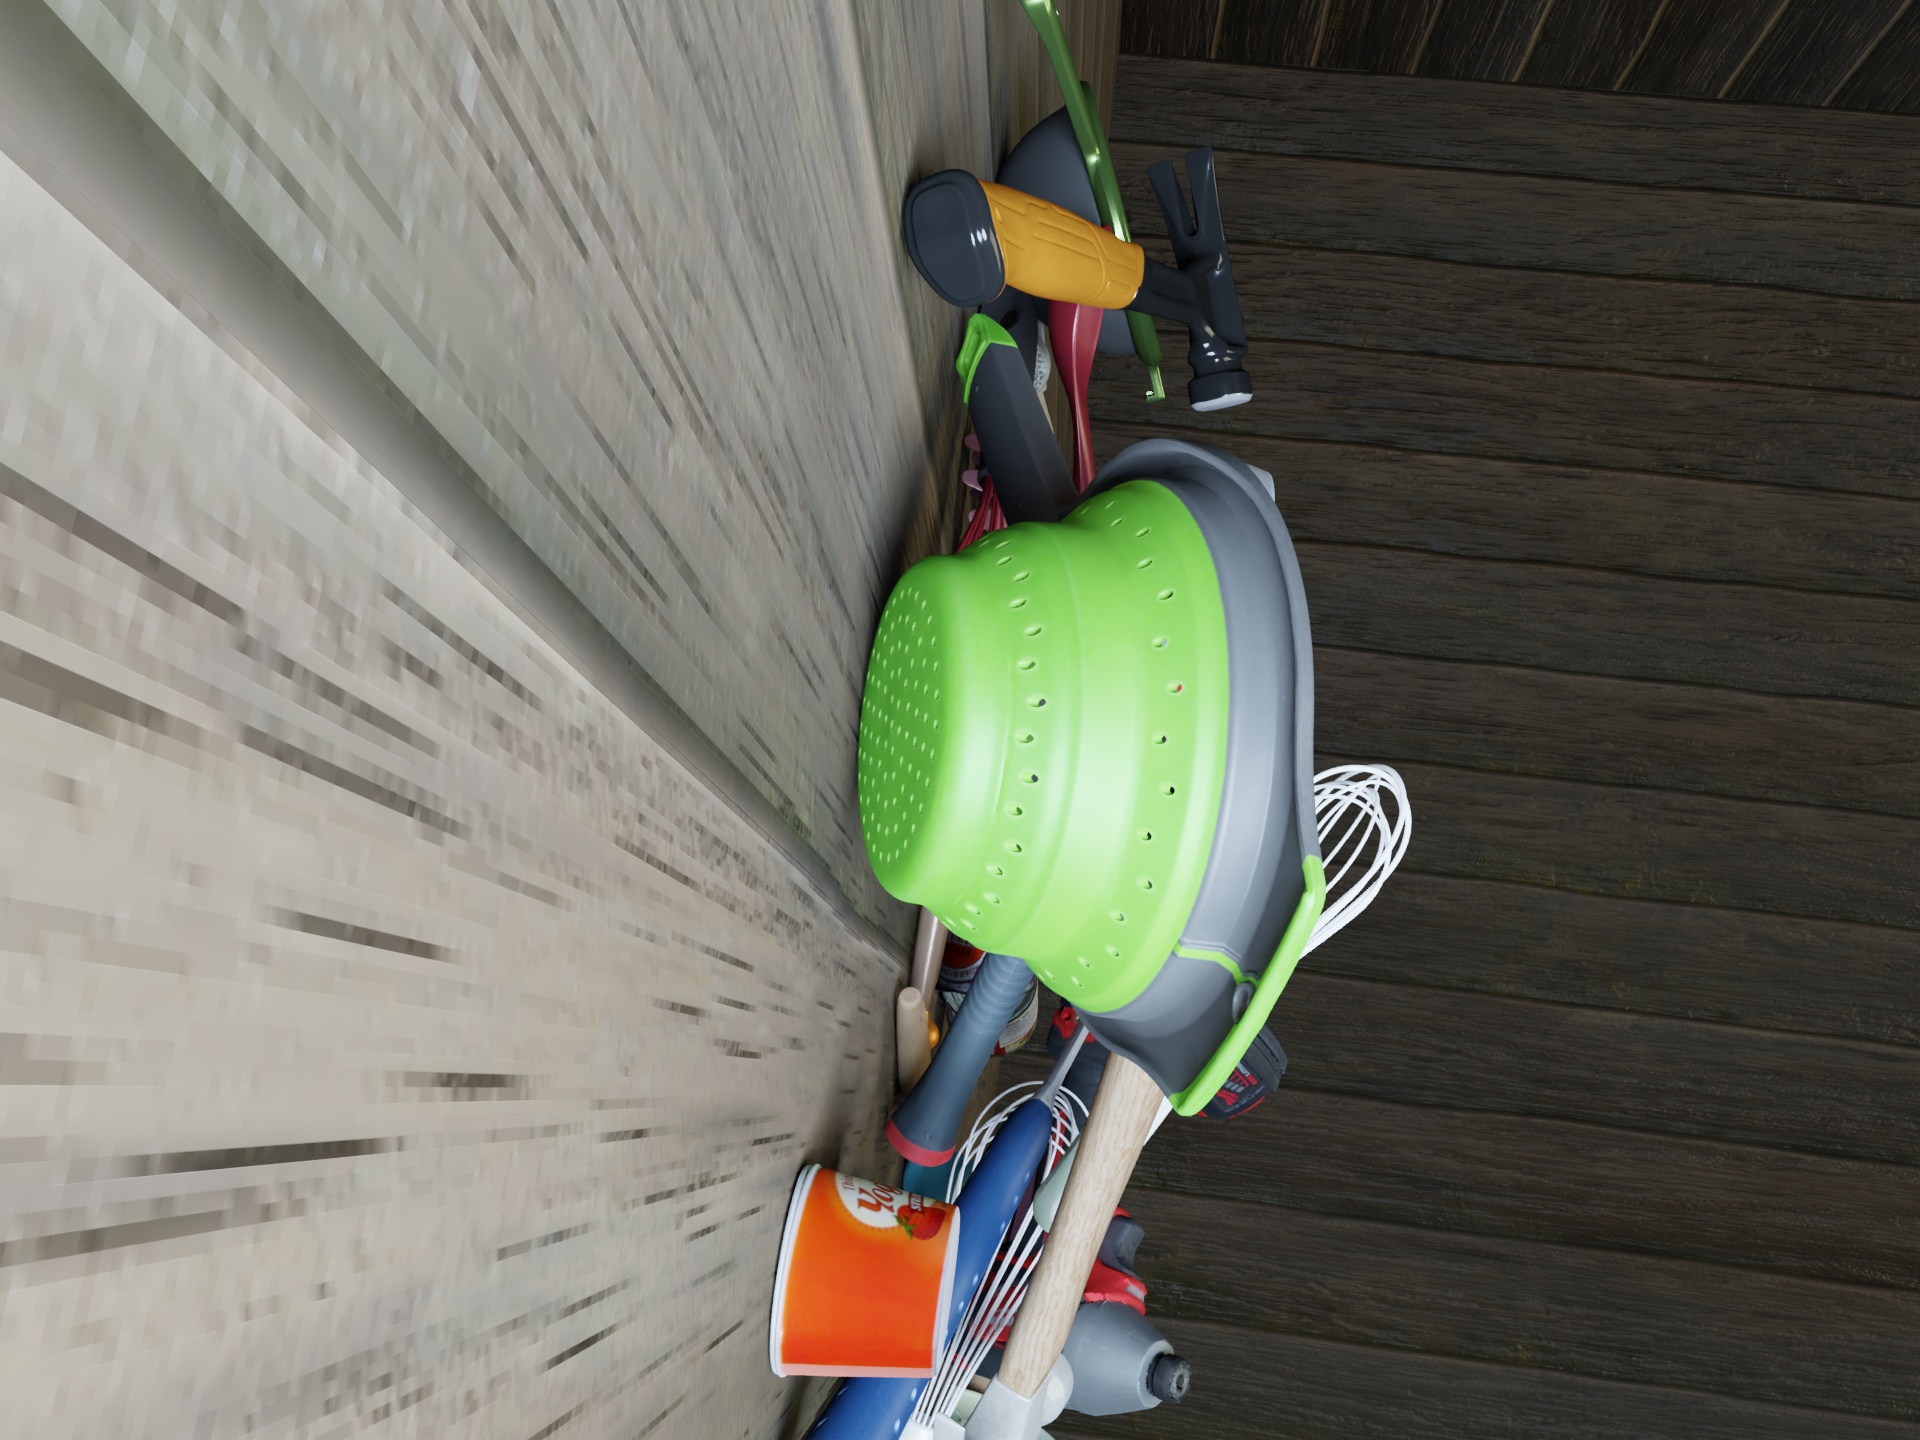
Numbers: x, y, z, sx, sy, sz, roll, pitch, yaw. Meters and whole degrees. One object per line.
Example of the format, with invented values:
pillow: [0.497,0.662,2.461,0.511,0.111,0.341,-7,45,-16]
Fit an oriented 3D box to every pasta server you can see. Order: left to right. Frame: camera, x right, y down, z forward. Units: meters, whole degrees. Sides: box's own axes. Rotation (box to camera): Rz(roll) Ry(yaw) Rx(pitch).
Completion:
pasta server: [-0.001,-0.003,0.847,0.060,0.040,0.316,-4,104,-86]

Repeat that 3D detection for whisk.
whisk: [-0.008,0.305,0.748,0.070,0.070,0.285,72,40,-79]
whisk: [0.018,-0.099,0.757,0.073,0.073,0.296,89,4,-60]
whisk: [0.105,0.119,0.663,0.246,0.057,0.059,-56,-156,10]

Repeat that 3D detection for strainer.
strainer: [0.043,-0.272,0.803,0.256,0.069,0.152,48,29,-65]

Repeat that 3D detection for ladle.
ladle: [0.060,-0.073,0.749,0.069,0.031,0.315,-4,93,-77]

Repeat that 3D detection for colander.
colander: [0.008,-0.048,0.578,0.398,0.094,0.204,-105,-153,-47]

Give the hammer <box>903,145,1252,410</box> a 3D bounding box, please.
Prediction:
hammer: [0.060,-0.195,0.661,0.337,0.034,0.127,-22,102,-64]

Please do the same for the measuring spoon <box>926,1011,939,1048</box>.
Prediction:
measuring spoon: [-0.013,0.144,0.977,0.021,0.011,0.117,70,27,-80]

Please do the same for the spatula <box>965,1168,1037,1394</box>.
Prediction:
spatula: [0.017,0.375,0.936,0.059,0.018,0.316,10,96,-70]

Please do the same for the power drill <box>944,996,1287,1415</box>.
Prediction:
power drill: [0.081,0.242,0.820,0.078,0.143,0.220,49,56,-38]

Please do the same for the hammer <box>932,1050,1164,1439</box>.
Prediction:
hammer: [0.060,0.149,0.599,0.130,0.031,0.331,-12,122,-70]

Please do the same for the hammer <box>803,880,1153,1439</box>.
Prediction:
hammer: [0.036,0.159,0.680,0.406,0.035,0.144,-50,169,-50]

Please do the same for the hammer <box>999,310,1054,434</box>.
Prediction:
hammer: [0.060,-0.050,0.988,0.146,0.038,0.410,-76,160,-64]

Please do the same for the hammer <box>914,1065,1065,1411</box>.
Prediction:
hammer: [0.023,0.293,0.970,0.331,0.033,0.128,-45,146,-58]

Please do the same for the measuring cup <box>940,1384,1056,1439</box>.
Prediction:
measuring cup: [-0.002,0.390,0.832,0.167,0.083,0.038,32,83,-57]

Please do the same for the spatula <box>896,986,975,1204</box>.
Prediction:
spatula: [-0.013,0.231,0.898,0.317,0.044,0.082,88,23,-53]

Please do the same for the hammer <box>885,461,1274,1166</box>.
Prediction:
hammer: [0.043,0.062,0.708,0.143,0.038,0.386,-72,-176,-53]
